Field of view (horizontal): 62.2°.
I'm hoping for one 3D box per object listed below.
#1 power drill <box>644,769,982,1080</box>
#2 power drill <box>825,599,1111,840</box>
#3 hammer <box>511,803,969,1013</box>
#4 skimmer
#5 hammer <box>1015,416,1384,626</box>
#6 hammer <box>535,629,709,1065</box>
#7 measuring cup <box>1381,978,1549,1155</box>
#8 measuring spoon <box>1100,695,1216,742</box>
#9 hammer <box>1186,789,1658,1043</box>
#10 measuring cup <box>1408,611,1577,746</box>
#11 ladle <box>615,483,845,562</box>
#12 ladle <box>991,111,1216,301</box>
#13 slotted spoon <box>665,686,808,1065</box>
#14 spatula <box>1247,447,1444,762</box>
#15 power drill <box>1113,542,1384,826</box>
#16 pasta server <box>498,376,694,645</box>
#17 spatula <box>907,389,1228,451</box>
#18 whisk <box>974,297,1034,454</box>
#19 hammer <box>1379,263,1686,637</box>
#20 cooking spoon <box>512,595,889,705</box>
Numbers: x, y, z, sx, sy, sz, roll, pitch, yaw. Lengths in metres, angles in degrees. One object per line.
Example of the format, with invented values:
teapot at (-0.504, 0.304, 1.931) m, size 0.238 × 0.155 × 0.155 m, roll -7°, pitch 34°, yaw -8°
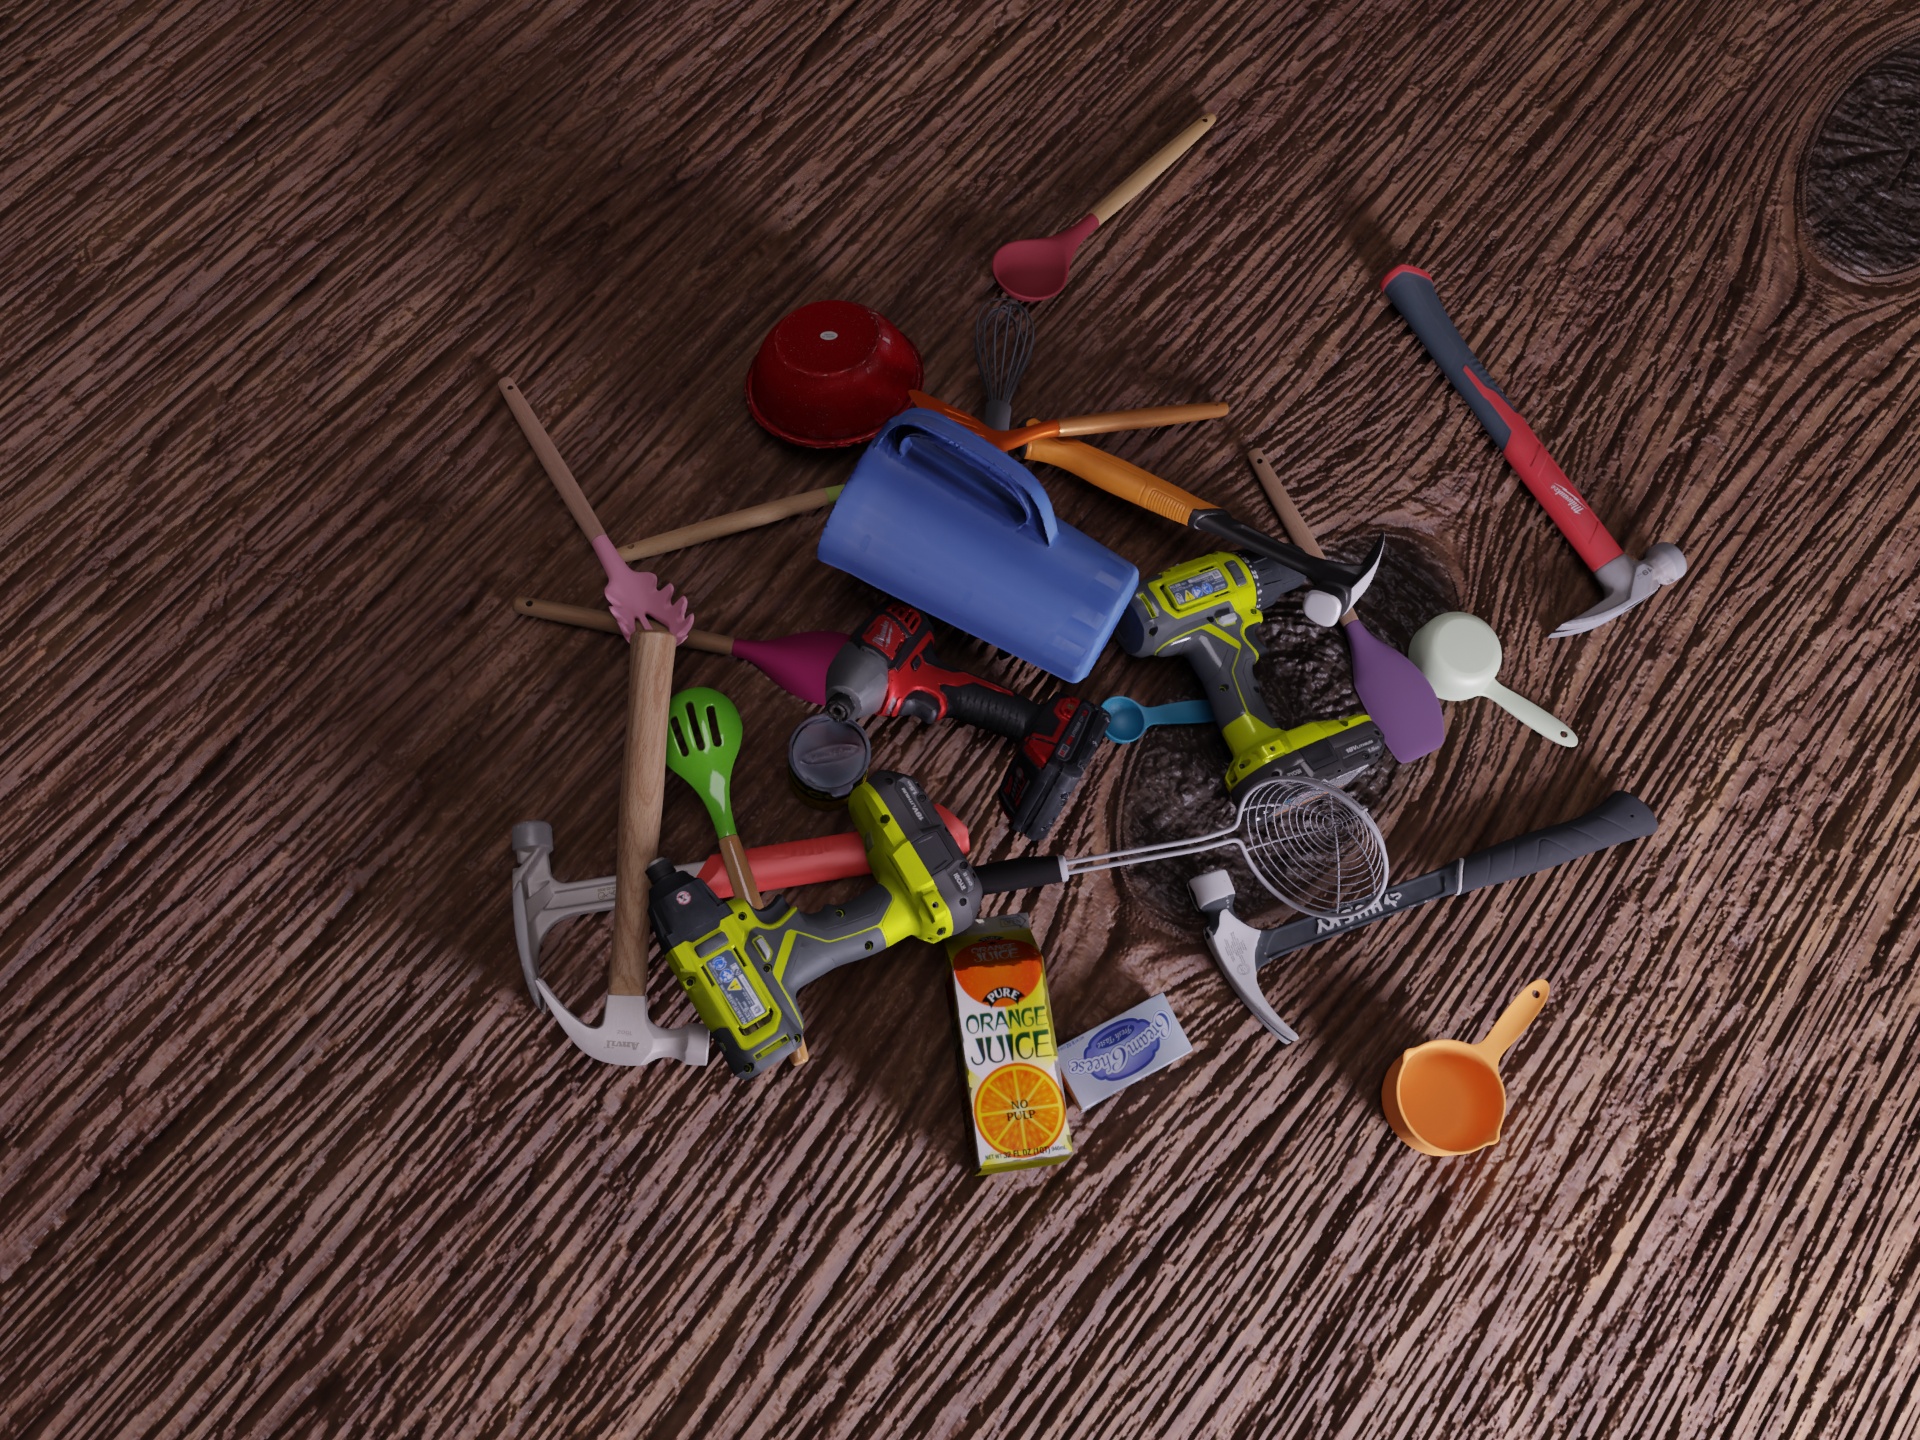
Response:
power drill at (-0.112, 0.137, 1.187) m, size 0.223 × 0.080 × 0.171 m, roll -29°, pitch 83°, yaw -21°
power drill at (-0.002, -0.004, 1.277) m, size 0.219 × 0.078 × 0.143 m, roll 29°, pitch 38°, yaw 4°
hammer at (-0.169, 0.129, 1.259) m, size 0.359 × 0.036 × 0.149 m, roll -8°, pitch 72°, yaw -9°
skimmer at (0.142, 0.120, 1.238) m, size 0.363 × 0.127 × 0.090 m, roll -10°, pitch 27°, yaw 4°
hammer at (0.197, -0.187, 1.374) m, size 0.337 × 0.034 × 0.127 m, roll 28°, pitch 42°, yaw 19°
hammer at (-0.249, 0.094, 1.214) m, size 0.130 × 0.031 × 0.331 m, roll 3°, pitch 79°, yaw -9°
measuring cup at (0.406, 0.272, 1.265) m, size 0.095 × 0.052 × 0.173 m, roll 45°, pitch 70°, yaw 10°
measuring spoon at (0.175, -0.001, 1.358) m, size 0.128 × 0.021 × 0.042 m, roll -5°, pitch 68°, yaw -18°
hammer at (0.399, 0.140, 1.319) m, size 0.409 × 0.036 × 0.149 m, roll -17°, pitch 74°, yaw -12°
measuring cup at (0.471, -0.033, 1.385) m, size 0.167 × 0.038 × 0.083 m, roll 36°, pitch 71°, yaw 9°
ladle at (-0.143, -0.195, 1.368) m, size 0.320 × 0.062 × 0.078 m, roll -18°, pitch 48°, yaw -9°
ladle at (0.143, -0.494, 1.520) m, size 0.069 × 0.031 × 0.315 m, roll 43°, pitch 70°, yaw 7°
slotted spoon at (-0.170, 0.114, 1.232) m, size 0.070 × 0.031 × 0.314 m, roll -19°, pitch 75°, yaw -4°
spatula at (0.335, -0.109, 1.407) m, size 0.060 × 0.018 × 0.316 m, roll -27°, pitch 75°, yaw 3°
power drill at (0.256, -0.043, 1.345) m, size 0.190 × 0.080 × 0.229 m, roll -20°, pitch 71°, yaw -23°
pasta server at (-0.316, -0.177, 1.339) m, size 0.060 × 0.040 × 0.316 m, roll -25°, pitch 69°, yaw -25°
spatula at (0.106, -0.264, 1.384) m, size 0.322 × 0.041 × 0.081 m, roll -12°, pitch 49°, yaw -27°
whisk at (0.031, -0.276, 1.405) m, size 0.055 × 0.055 × 0.239 m, roll 8°, pitch 64°, yaw -4°
hammer at (0.497, -0.259, 1.470) m, size 0.143 × 0.038 × 0.386 m, roll -28°, pitch 76°, yaw -13°
cooking spoon at (-0.216, -0.066, 1.332) m, size 0.319 × 0.017 × 0.069 m, roll 11°, pitch 69°, yaw -3°
